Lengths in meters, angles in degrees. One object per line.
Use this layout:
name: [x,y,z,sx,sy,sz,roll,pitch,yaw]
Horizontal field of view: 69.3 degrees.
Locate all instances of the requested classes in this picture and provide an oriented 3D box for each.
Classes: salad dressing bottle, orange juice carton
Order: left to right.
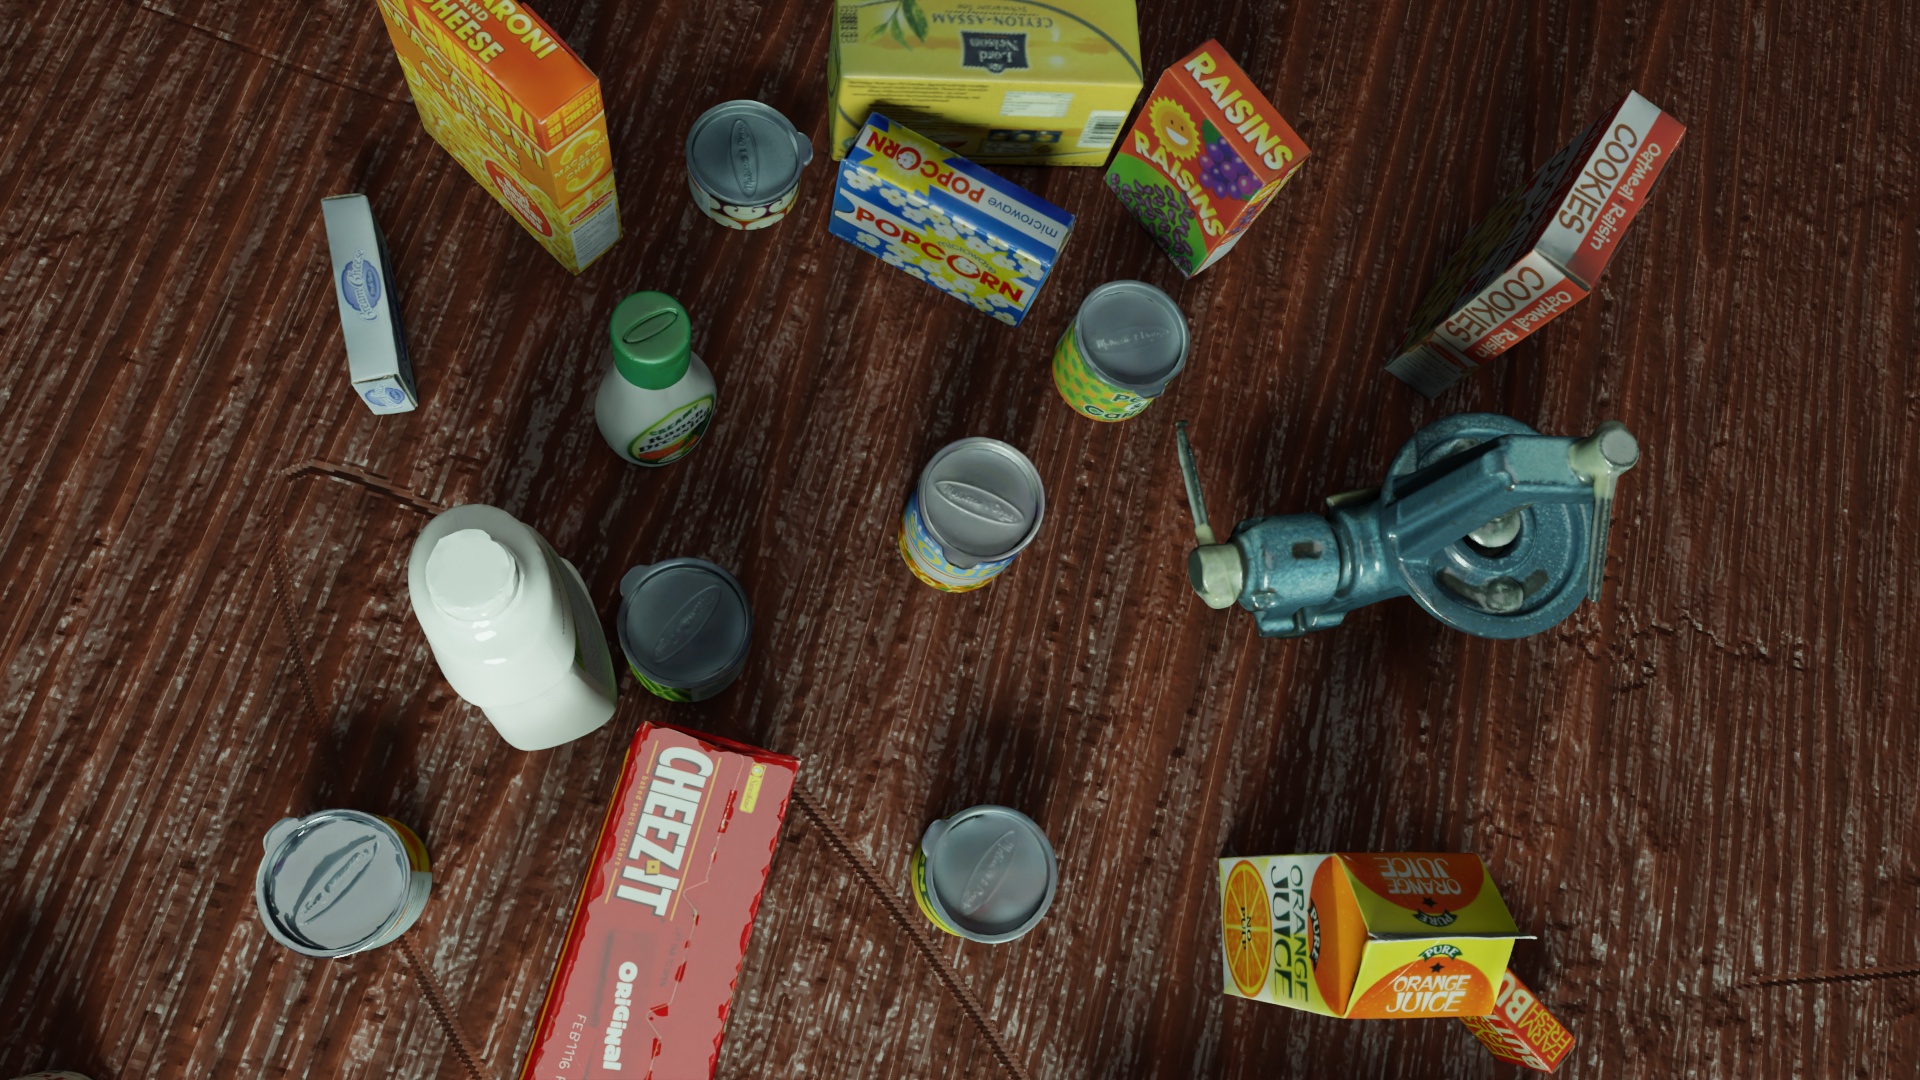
salad dressing bottle: [-0.153,-0.079,0.695,0.064,0.147,0.044,-33,84,-16]
orange juice carton: [0.191,0.187,0.666,0.072,0.192,0.073,3,76,-10]

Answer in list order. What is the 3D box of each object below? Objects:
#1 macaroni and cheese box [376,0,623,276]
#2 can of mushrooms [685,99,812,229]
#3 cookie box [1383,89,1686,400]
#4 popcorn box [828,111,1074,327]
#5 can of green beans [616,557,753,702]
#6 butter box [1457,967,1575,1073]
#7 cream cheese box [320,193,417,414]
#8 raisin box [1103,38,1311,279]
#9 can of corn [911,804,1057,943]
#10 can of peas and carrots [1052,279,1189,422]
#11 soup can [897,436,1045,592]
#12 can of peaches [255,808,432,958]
macaroni and cheese box: [-0.233,-0.222,0.708,0.124,0.166,0.040,44,73,3]
can of mushrooms: [-0.121,-0.214,0.796,0.071,0.033,0.071,3,75,-10]
cookie box: [0.323,-0.162,0.794,0.040,0.167,0.123,36,73,0]
popcorn box: [-0.007,-0.177,0.780,0.127,0.085,0.038,27,73,-3]
can of green beans: [-0.140,0.047,0.712,0.071,0.057,0.071,3,75,-10]
butter box: [0.272,0.235,0.741,0.024,0.053,0.103,-42,86,-17]
cream cheese box: [-0.309,-0.122,0.727,0.024,0.053,0.104,-12,78,-13]
raisin box: [0.138,-0.215,0.797,0.040,0.123,0.086,-36,85,-16]
can of corn: [0.008,0.168,0.707,0.071,0.058,0.071,3,75,-10]
can of peas and carrots: [0.091,-0.105,0.793,0.071,0.058,0.071,3,75,-10]
soup can: [0.003,-0.009,0.739,0.071,0.083,0.071,3,76,-10]
can of peaches: [-0.290,0.159,0.655,0.071,0.058,0.071,3,75,-10]
